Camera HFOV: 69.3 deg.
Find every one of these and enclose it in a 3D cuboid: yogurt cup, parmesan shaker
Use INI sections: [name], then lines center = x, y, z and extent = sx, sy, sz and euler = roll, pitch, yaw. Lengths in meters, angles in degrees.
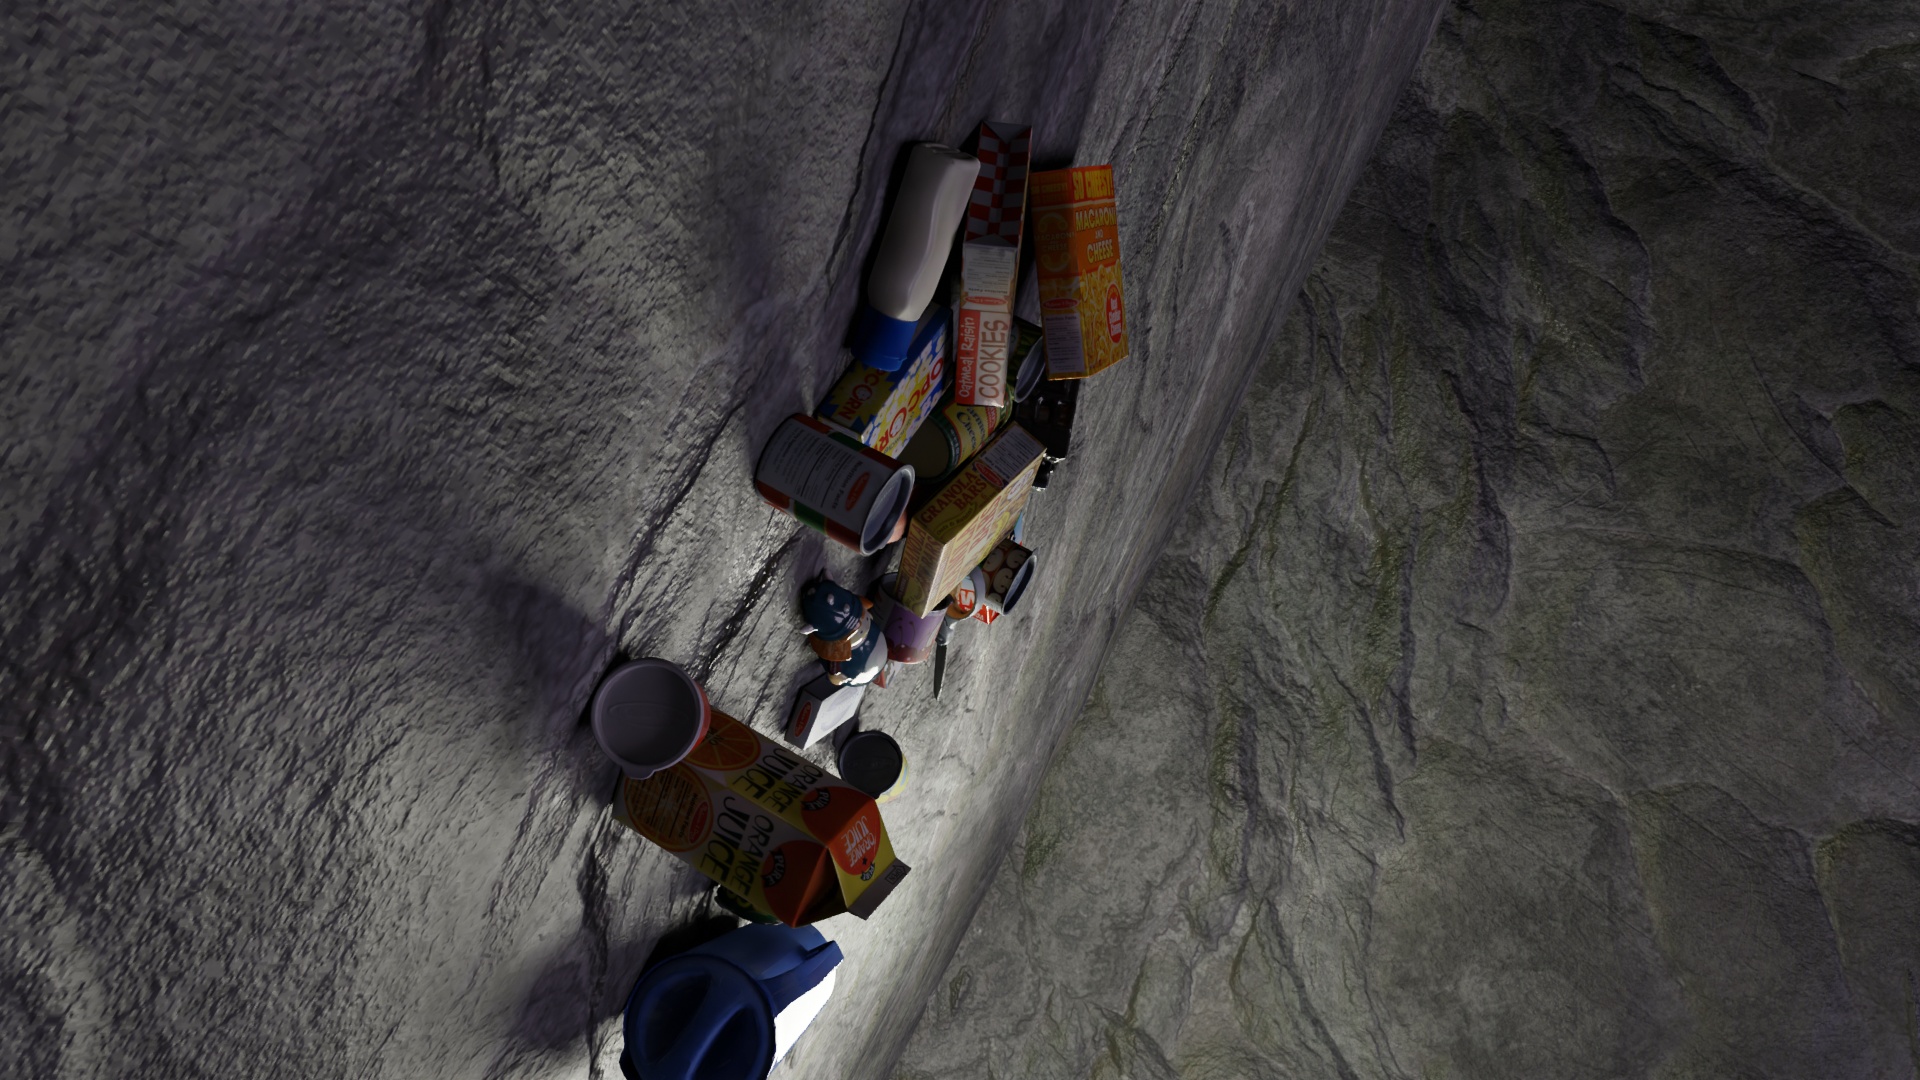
[yogurt cup]
center = -0.186, 0.107, 0.850
extent = 0.072, 0.072, 0.054
euler = -62, 174, -6
[parmesan shaker]
center = -0.010, -0.092, 1.098
extent = 0.103, 0.071, 0.071
euler = -46, 158, -49

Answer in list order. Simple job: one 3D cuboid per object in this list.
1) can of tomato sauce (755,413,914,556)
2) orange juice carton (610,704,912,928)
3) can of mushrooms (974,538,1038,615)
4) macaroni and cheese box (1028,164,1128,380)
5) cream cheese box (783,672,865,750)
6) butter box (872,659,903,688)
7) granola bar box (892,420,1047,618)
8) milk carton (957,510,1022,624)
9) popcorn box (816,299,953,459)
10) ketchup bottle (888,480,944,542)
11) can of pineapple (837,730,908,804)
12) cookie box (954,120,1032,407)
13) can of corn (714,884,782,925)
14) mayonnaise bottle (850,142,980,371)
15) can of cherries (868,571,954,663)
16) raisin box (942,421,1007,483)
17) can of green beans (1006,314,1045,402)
[can of tomato sauce]
center = -0.082, -0.037, 0.914
extent = 0.071, 0.083, 0.071
euler = -56, 164, -25
[orange juice carton]
center = -0.129, 0.188, 0.927
extent = 0.072, 0.193, 0.072
euler = -35, 149, -64
[can of mushrooms]
center = 0.043, 0.031, 1.286
extent = 0.071, 0.033, 0.070
euler = -54, 162, -26
[macaroni and cheese box]
center = 0.100, -0.227, 1.165
extent = 0.124, 0.040, 0.166
euler = -35, 120, -63
[cream cheese box]
center = -0.117, 0.144, 1.233
extent = 0.053, 0.024, 0.104
euler = -67, 165, 19
[butter box]
center = -0.056, 0.090, 1.351
extent = 0.104, 0.024, 0.053
euler = -56, 163, -26
[granola bar box]
center = 0.004, -0.015, 1.159
extent = 0.125, 0.039, 0.164
euler = -44, 169, -23
[milk carton]
center = 0.014, 0.020, 1.376
extent = 0.074, 0.072, 0.189
euler = -57, 165, -21
[popcorn box]
center = -0.051, -0.105, 0.994
extent = 0.127, 0.038, 0.084
euler = -56, 165, -26
[ketchup bottle]
center = -0.061, -0.026, 1.088
extent = 0.064, 0.043, 0.149
euler = -61, 167, 16
[can of pineapple]
center = -0.088, 0.232, 1.405
extent = 0.071, 0.071, 0.057
euler = -59, 165, -15
[cookie box]
center = 0.022, -0.195, 1.003
extent = 0.166, 0.040, 0.123
euler = 94, 2, -56
[can of corn]
center = -0.174, 0.294, 1.219
extent = 0.058, 0.071, 0.071
euler = -66, 165, 9
[mayonnaise bottle]
center = -0.033, -0.185, 0.914
extent = 0.147, 0.041, 0.065
euler = -68, 169, 21
[can of cherries]
center = -0.047, 0.070, 1.253
extent = 0.072, 0.071, 0.058
euler = -33, 147, -63
[raisin box]
center = -0.005, -0.070, 1.219
extent = 0.124, 0.040, 0.085
euler = -49, 161, -43
[can of green beans]
center = 0.037, -0.158, 1.170
extent = 0.071, 0.058, 0.071
euler = -56, 164, -25
